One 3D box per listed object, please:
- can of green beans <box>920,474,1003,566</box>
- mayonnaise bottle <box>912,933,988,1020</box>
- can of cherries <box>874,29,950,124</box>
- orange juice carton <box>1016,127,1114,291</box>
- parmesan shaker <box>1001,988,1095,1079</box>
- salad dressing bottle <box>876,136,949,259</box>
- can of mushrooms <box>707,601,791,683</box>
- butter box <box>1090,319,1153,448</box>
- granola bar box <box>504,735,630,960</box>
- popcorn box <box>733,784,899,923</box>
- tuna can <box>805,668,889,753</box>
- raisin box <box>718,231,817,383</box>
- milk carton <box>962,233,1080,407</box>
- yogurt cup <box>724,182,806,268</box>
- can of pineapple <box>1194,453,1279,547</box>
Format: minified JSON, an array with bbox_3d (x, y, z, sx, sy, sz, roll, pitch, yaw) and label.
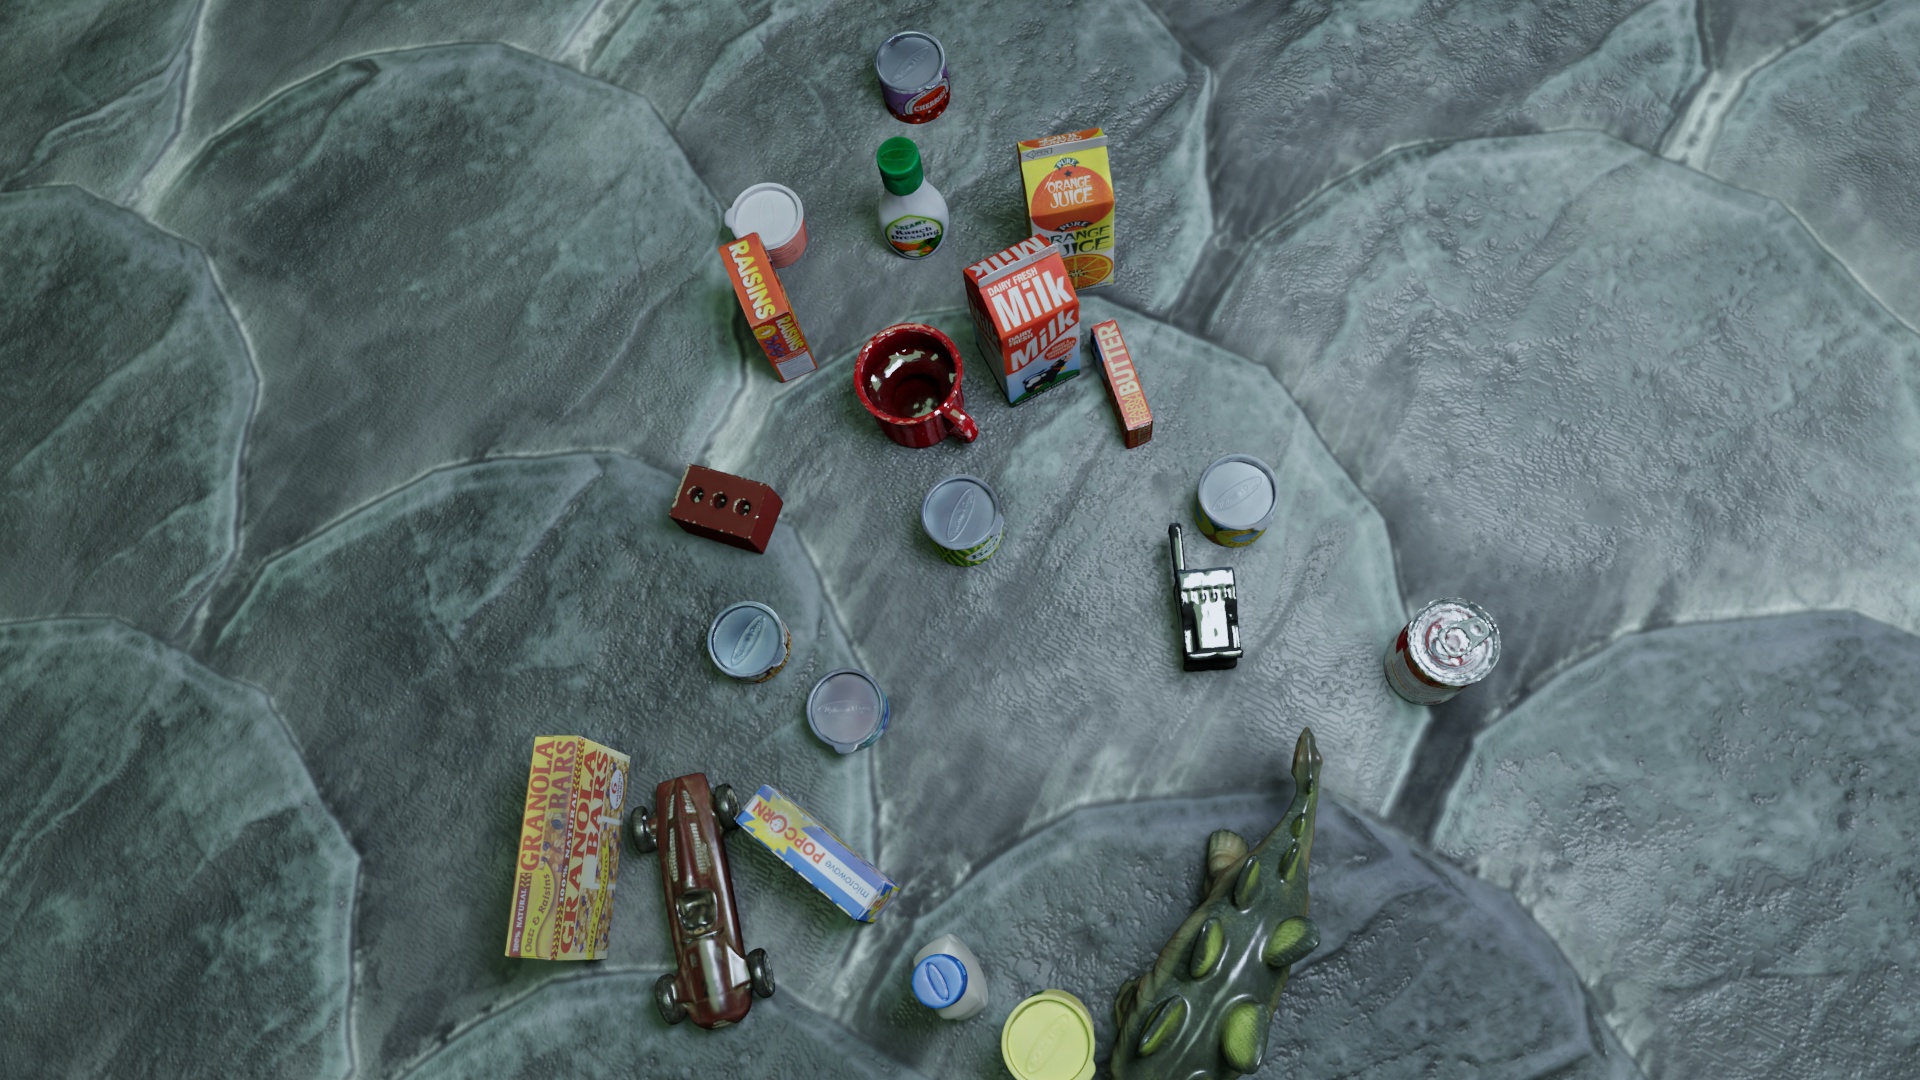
[{"bbox_3d":[0.002,-0.016,1.183,0.071,0.057,0.071,-2,73,5],"label":"can of green beans"},{"bbox_3d":[-0.010,0.326,1.034,0.041,0.147,0.065,-29,73,-3],"label":"mayonnaise bottle"},{"bbox_3d":[-0.043,-0.436,1.314,0.071,0.058,0.071,-2,73,5],"label":"can of cherries"},{"bbox_3d":[0.091,-0.287,1.186,0.072,0.192,0.073,-9,73,3],"label":"orange juice carton"},{"bbox_3d":[0.069,0.373,1.035,0.071,0.103,0.071,-2,74,5],"label":"parmesan shaker"},{"bbox_3d":[-0.046,-0.302,1.227,0.064,0.147,0.044,-6,73,4],"label":"salad dressing bottle"},{"bbox_3d":[-0.177,0.088,1.182,0.071,0.033,0.071,-2,73,5],"label":"can of mushrooms"},{"bbox_3d":[0.140,-0.136,1.208,0.024,0.053,0.104,-18,72,0],"label":"butter box"},{"bbox_3d":[-0.309,0.245,1.100,0.039,0.124,0.166,1,74,6],"label":"granola bar box"},{"bbox_3d":[-0.112,0.249,1.100,0.127,0.085,0.038,36,80,14],"label":"popcorn box"},{"bbox_3d":[-0.093,0.144,1.157,0.071,0.032,0.071,-2,73,5],"label":"tuna can"},{"bbox_3d":[-0.168,-0.203,1.222,0.040,0.123,0.086,-23,73,-1],"label":"raisin box"},{"bbox_3d":[0.053,-0.189,1.161,0.072,0.190,0.073,-27,73,-2],"label":"milk carton"},{"bbox_3d":[-0.174,-0.288,1.285,0.072,0.054,0.072,-2,73,5],"label":"yogurt cup"},{"bbox_3d":[0.231,-0.031,1.165,0.071,0.057,0.071,-2,73,5],"label":"can of pineapple"}]
